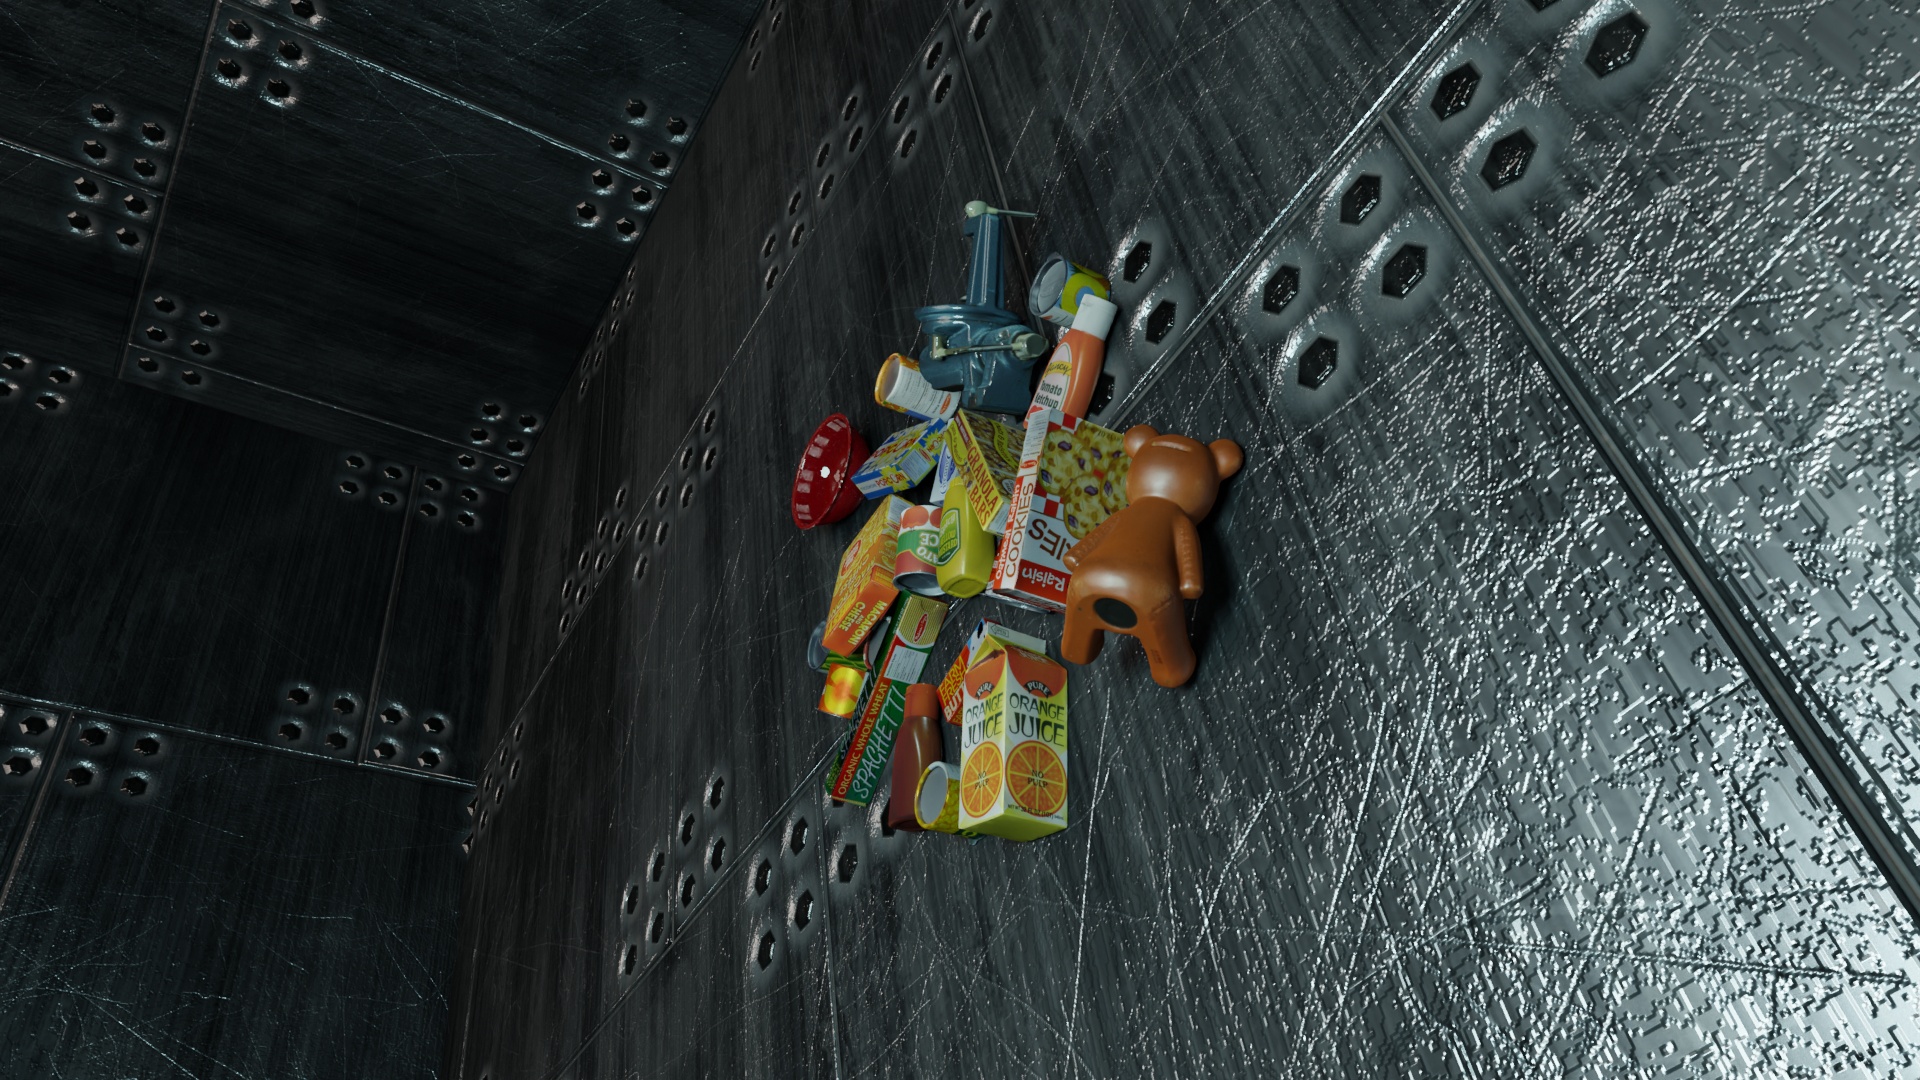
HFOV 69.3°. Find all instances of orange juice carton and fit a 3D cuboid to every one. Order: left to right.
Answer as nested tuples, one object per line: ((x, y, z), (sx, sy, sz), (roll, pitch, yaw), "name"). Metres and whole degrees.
((0.050, 0.171, 1.276), (0.072, 0.072, 0.193), (-34, 46, 49), "orange juice carton")

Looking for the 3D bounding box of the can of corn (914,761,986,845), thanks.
((-0.004, 0.253, 1.339), (0.071, 0.058, 0.071), (-40, 41, 46), "can of corn")

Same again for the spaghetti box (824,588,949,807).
((-0.083, 0.175, 1.540), (0.249, 0.050, 0.029), (-68, 26, 7), "spaghetti box")

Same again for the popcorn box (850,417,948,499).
((-0.068, -0.097, 1.654), (0.085, 0.038, 0.126), (-48, 18, -26), "popcorn box")

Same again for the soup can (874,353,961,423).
((-0.052, -0.181, 1.666), (0.071, 0.084, 0.071), (-40, 41, 46), "soup can")

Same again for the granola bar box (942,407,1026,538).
((0.061, -0.052, 1.336), (0.039, 0.124, 0.166), (-58, 30, 25), "granola bar box")

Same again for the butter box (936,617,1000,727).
((0.014, 0.135, 1.416), (0.103, 0.024, 0.053), (-59, 30, 22), "butter box")

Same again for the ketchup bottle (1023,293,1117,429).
((0.115, -0.173, 1.400), (0.065, 0.043, 0.148), (29, 99, 55), "ketchup bottle")

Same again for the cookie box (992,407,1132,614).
((0.105, -0.019, 1.237), (0.040, 0.123, 0.167), (-8, 67, 61), "cookie box")

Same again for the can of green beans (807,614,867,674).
((-0.144, 0.131, 1.668), (0.071, 0.058, 0.071), (-39, 41, 46), "can of green beans")

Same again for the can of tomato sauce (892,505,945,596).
((-0.037, 0.011, 1.539), (0.071, 0.071, 0.083), (-31, 47, 51), "can of tomato sauce")

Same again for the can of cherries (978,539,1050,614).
((0.059, 0.034, 1.343), (0.071, 0.071, 0.058), (6, 78, 62), "can of cherries")

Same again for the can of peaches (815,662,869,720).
((-0.127, 0.176, 1.599), (0.071, 0.071, 0.058), (5, 77, 62), "can of peaches")

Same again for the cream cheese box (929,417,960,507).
((-0.003, -0.090, 1.584), (0.053, 0.024, 0.104), (-9, 65, 61), "cream cheese box")

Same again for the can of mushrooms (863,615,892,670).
((-0.082, 0.122, 1.588), (0.070, 0.033, 0.071), (-38, 42, 45), "can of mushrooms")

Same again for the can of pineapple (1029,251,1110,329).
((0.114, -0.255, 1.436), (0.070, 0.058, 0.071), (-38, 42, 46), "can of pineapple")

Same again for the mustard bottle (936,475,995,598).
((0.005, -0.019, 1.498), (0.065, 0.049, 0.161), (-38, 43, 46), "mustard bottle")

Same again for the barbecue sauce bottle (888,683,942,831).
((-0.044, 0.224, 1.446), (0.064, 0.044, 0.149), (-34, 45, 49), "barbecue sauce bottle")

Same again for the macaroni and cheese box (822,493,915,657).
((-0.106, 0.039, 1.635), (0.123, 0.040, 0.167), (-51, 19, 34), "macaroni and cheese box")
